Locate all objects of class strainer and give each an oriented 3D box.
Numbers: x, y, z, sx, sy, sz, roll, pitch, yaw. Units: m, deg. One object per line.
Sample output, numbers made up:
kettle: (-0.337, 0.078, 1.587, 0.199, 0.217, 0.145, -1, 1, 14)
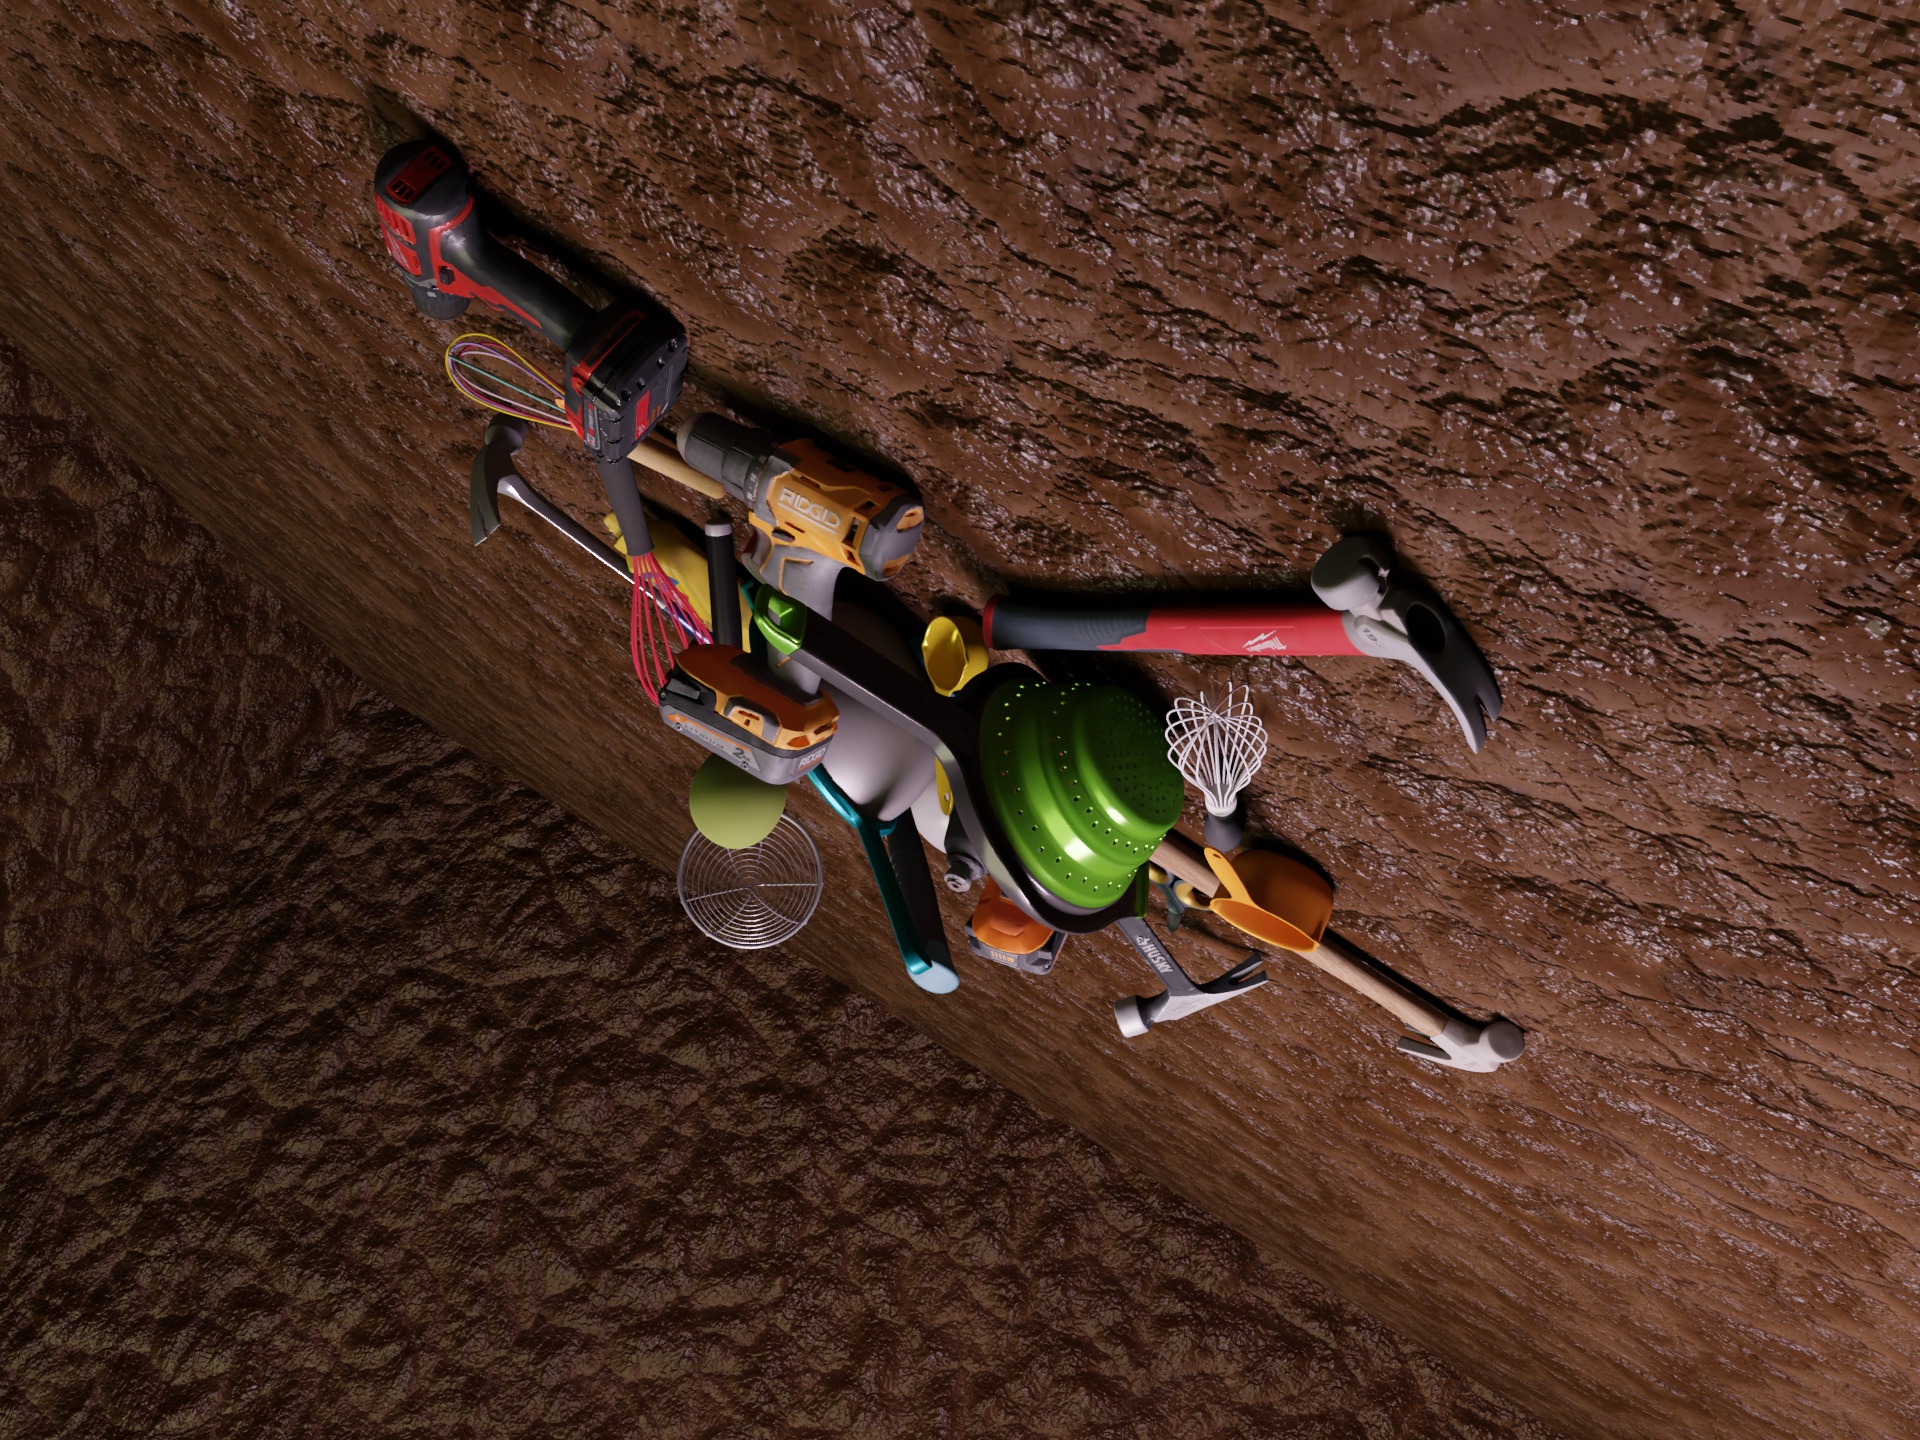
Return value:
strainer: (0.041, 0.117, 1.530, 0.256, 0.069, 0.151, 28, 161, 25)
strainer: (-0.053, 0.031, 1.244, 0.210, 0.095, 0.341, 42, -158, -56)

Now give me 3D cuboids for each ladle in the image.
ladle: (-0.154, -0.010, 1.271, 0.078, 0.320, 0.062, -25, 115, 19)

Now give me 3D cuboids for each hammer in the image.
hammer: (-0.052, 0.092, 1.360, 0.128, 0.033, 0.331, 23, -147, -32)
hammer: (0.142, -0.046, 0.968, 0.143, 0.038, 0.386, 42, 161, -27)
hammer: (0.145, 0.165, 1.340, 0.149, 0.036, 0.408, -21, 143, 13)
hammer: (0.296, 0.190, 1.317, 0.331, 0.031, 0.130, 33, 162, 8)
hammer: (-0.283, -0.114, 1.474, 0.035, 0.144, 0.405, -31, 127, 29)

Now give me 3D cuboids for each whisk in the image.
whisk: (0.180, 0.045, 1.109, 0.070, 0.070, 0.284, 29, 167, 19)
whisk: (-0.263, -0.126, 1.341, 0.073, 0.073, 0.295, 19, 133, 41)
whisk: (-0.291, -0.236, 1.238, 0.245, 0.047, 0.051, 26, 172, 1)

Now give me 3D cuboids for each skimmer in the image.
skimmer: (-0.189, 0.014, 1.354, 0.090, 0.127, 0.363, -119, 25, -67)

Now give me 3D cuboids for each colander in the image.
colander: (0.035, 0.003, 1.076, 0.094, 0.205, 0.396, -27, 134, 35)

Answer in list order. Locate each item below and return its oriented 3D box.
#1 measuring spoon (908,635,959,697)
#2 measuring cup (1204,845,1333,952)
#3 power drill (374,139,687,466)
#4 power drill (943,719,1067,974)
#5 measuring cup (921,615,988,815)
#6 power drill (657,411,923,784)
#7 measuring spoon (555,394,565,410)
measuring spoon: (-0.005, -0.035, 1.308, 0.042, 0.021, 0.128, 59, -173, 33)
measuring cup: (0.225, 0.116, 1.197, 0.095, 0.052, 0.173, 16, 158, 37)
power drill: (-0.306, -0.282, 1.111, 0.226, 0.080, 0.188, 39, 162, -3)
power drill: (0.041, 0.115, 1.307, 0.084, 0.164, 0.226, 15, 146, 22)
measuring cup: (-0.002, -0.004, 1.208, 0.062, 0.029, 0.156, 23, 118, 53)
power drill: (-0.142, -0.092, 1.117, 0.185, 0.226, 0.084, 29, -156, 16)
measuring spoon: (-0.296, -0.262, 1.255, 0.021, 0.011, 0.117, 39, 159, -22)
